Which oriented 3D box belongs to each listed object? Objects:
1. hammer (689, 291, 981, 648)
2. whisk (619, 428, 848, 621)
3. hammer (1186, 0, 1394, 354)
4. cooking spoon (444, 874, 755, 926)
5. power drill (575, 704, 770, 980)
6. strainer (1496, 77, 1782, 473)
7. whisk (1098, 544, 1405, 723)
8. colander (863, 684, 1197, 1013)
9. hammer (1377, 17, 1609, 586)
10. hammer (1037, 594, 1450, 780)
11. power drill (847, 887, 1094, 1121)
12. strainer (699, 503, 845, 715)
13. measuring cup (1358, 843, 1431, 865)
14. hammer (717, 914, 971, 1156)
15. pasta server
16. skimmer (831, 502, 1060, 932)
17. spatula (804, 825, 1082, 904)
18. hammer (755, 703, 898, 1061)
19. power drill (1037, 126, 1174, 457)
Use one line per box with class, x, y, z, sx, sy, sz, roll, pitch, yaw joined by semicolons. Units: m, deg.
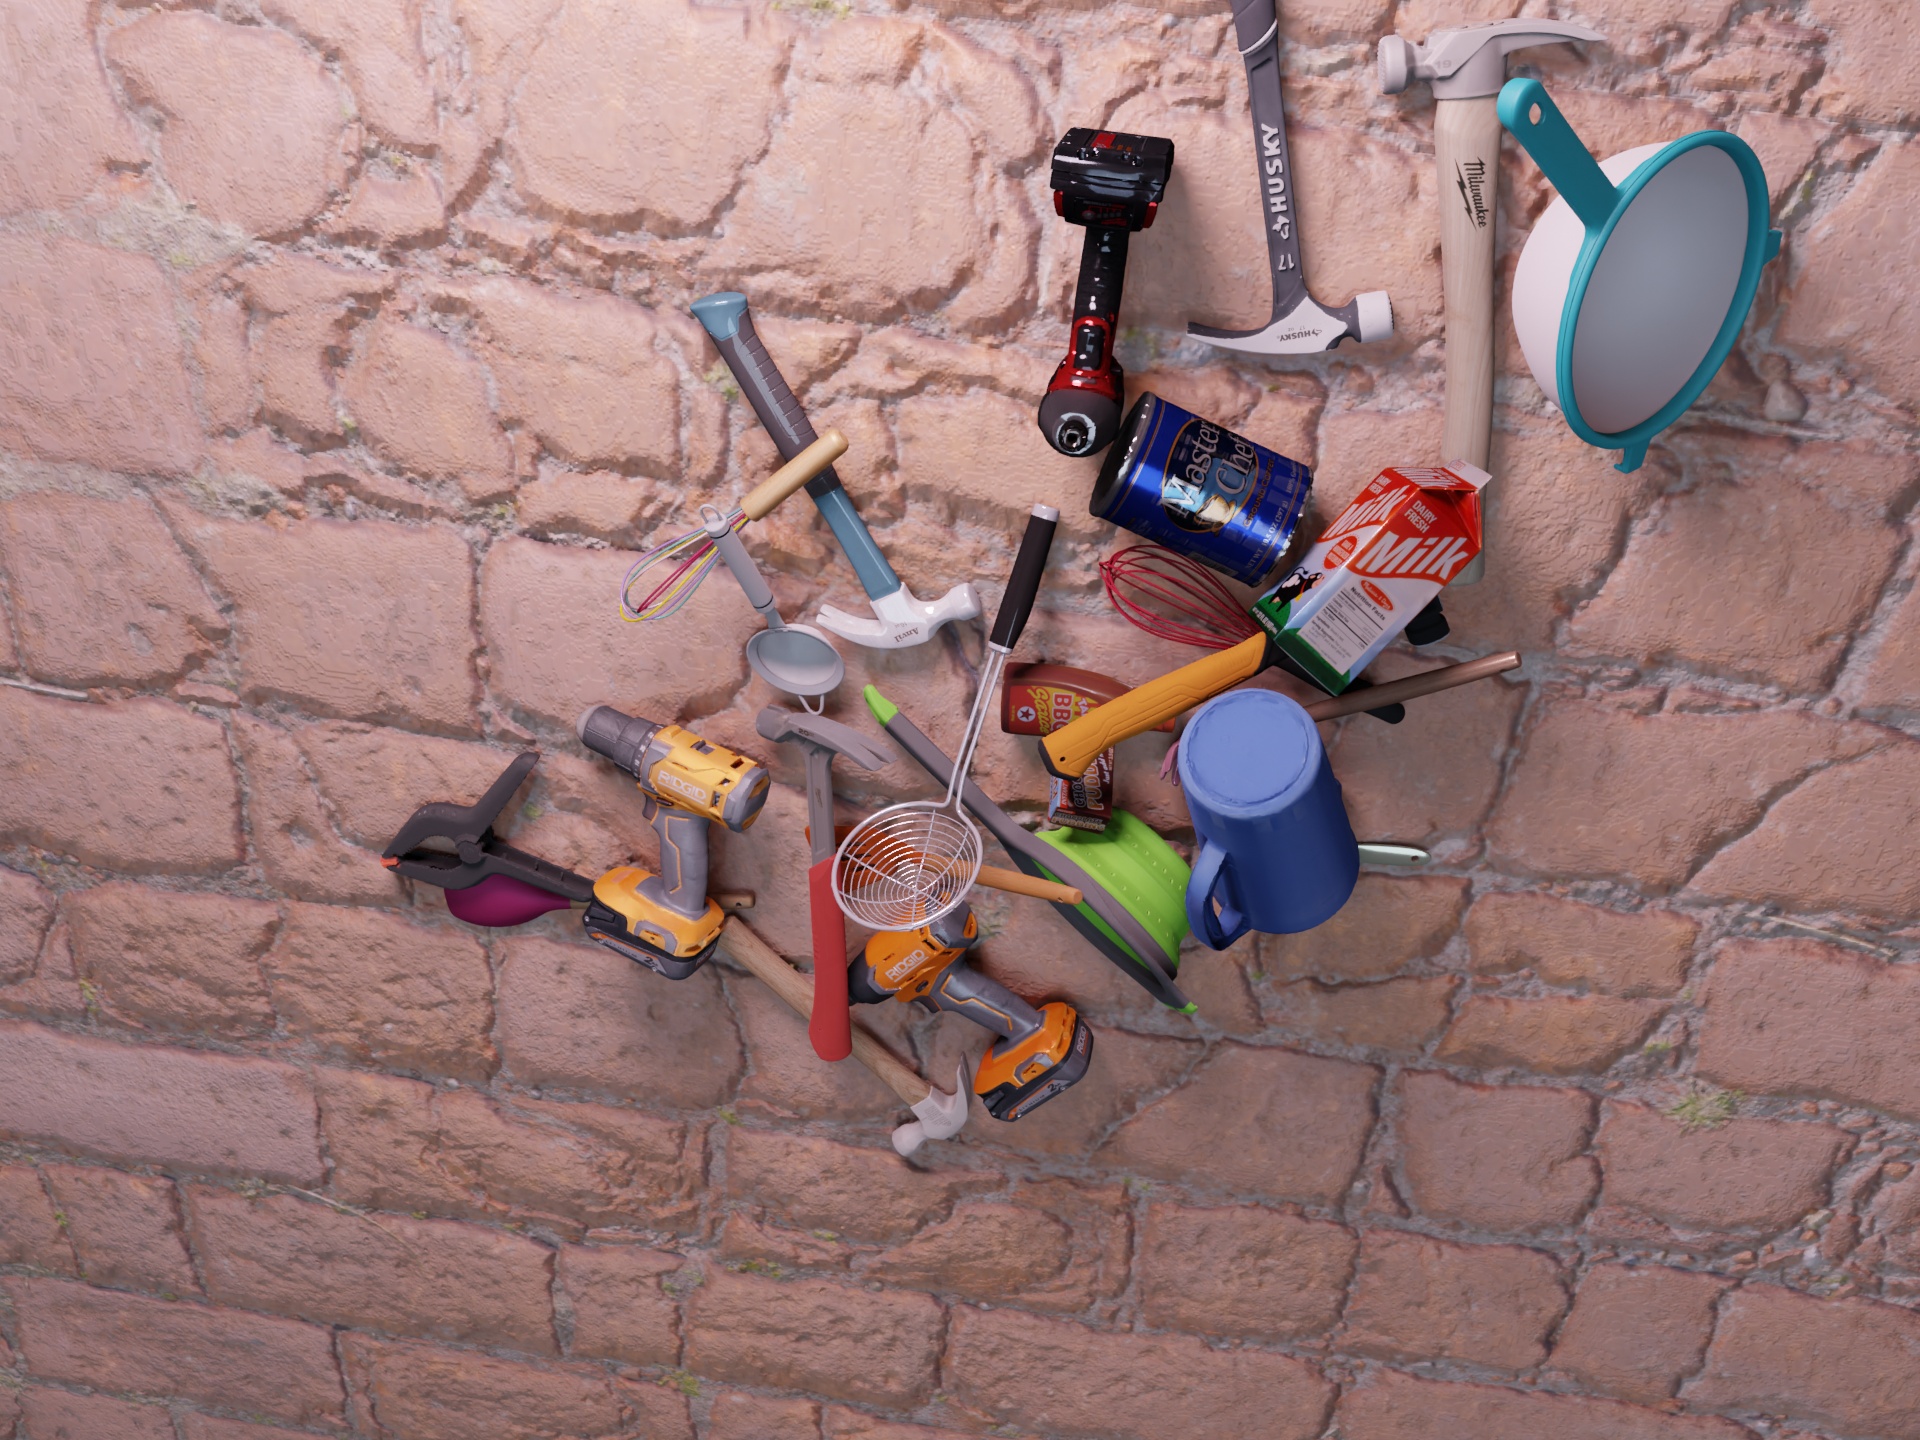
hammer;-0.114;-0.199;1.290;0.128;0.033;0.330;-22;115;19
whisk;-0.185;-0.153;1.281;0.245;0.047;0.051;-35;109;19
hammer;0.203;-0.448;1.095;0.149;0.036;0.408;-7;119;14
cooking spoon;-0.355;0.177;1.555;0.319;0.017;0.068;-1;118;9
power drill;-0.283;0.104;1.454;0.185;0.084;0.226;24;117;12
strainer;0.405;-0.319;1.044;0.340;0.095;0.211;25;99;-43
whisk;0.242;-0.066;1.304;0.295;0.073;0.073;26;121;-13
colander;0.082;0.086;1.393;0.397;0.204;0.094;44;81;0
hammer;0.381;-0.290;1.162;0.146;0.038;0.410;-4;120;9
hammer;0.212;-0.049;1.254;0.337;0.034;0.127;-27;110;4
power drill;-0.001;0.280;1.531;0.226;0.084;0.164;44;118;-13
strainer;-0.158;-0.095;1.312;0.087;0.050;0.258;-1;147;18
measuring cup;0.333;0.126;1.411;0.167;0.038;0.083;2;121;9
hammer;-0.118;0.307;1.590;0.130;0.031;0.331;-38;109;26
pasta server;0.302;-0.002;1.298;0.316;0.040;0.060;-17;153;35
skimmer;-0.002;-0.004;1.285;0.127;0.090;0.363;24;100;34
spatula;-0.017;0.135;1.396;0.323;0.041;0.081;7;130;49
hammer;-0.115;0.164;1.450;0.149;0.037;0.358;21;124;36
power drill;0.096;-0.299;1.137;0.078;0.143;0.219;9;119;6
